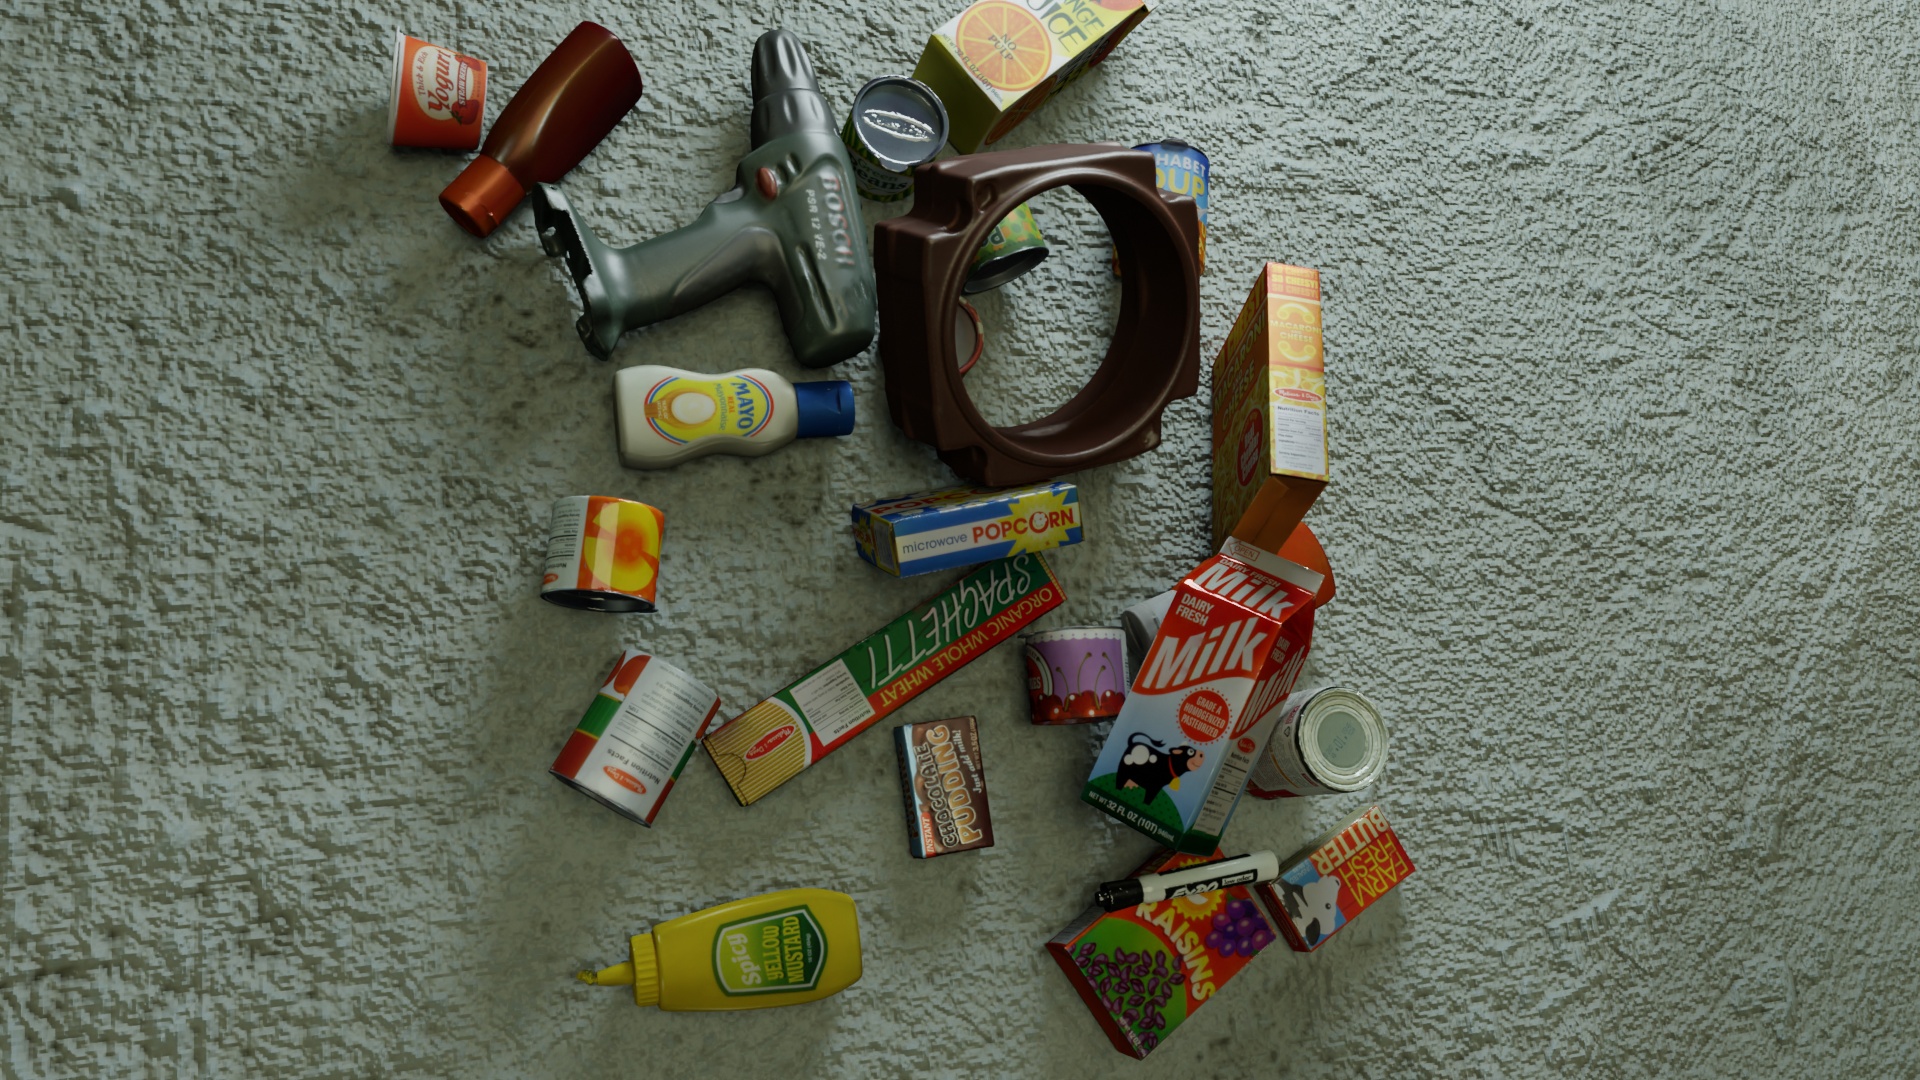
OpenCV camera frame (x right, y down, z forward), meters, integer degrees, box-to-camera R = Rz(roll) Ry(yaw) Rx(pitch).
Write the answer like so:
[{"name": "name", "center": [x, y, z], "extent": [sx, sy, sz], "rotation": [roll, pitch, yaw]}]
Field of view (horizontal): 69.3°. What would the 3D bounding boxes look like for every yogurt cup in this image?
[{"name": "yogurt cup", "center": [-0.324, -0.273, 0.858], "extent": [0.054, 0.072, 0.072], "rotation": [5, 76, -24]}]

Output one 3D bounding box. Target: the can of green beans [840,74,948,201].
[{"name": "can of green beans", "center": [-0.048, -0.272, 0.944], "extent": [0.071, 0.057, 0.071], "rotation": [4, 76, -16]}]

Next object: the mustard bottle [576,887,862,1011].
[{"name": "mustard bottle", "center": [-0.138, 0.242, 0.801], "extent": [0.160, 0.048, 0.065], "rotation": [-5, 78, -18]}]

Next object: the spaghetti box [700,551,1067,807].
[{"name": "spaghetti box", "center": [-0.044, 0.081, 0.879], "extent": [0.251, 0.028, 0.050], "rotation": [-31, 88, -21]}]

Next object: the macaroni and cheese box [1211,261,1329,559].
[{"name": "macaroni and cheese box", "center": [0.203, -0.080, 0.922], "extent": [0.040, 0.123, 0.167], "rotation": [9, 61, -4]}]

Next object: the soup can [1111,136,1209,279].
[{"name": "soup can", "center": [0.143, -0.231, 0.986], "extent": [0.071, 0.071, 0.084], "rotation": [8, 76, -15]}]

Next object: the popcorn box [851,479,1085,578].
[{"name": "popcorn box", "center": [0.003, -0.011, 0.882], "extent": [0.127, 0.085, 0.038], "rotation": [-11, 101, -19]}]

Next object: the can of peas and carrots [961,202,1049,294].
[{"name": "can of peas and carrots", "center": [0.018, -0.208, 0.943], "extent": [0.071, 0.070, 0.059], "rotation": [-22, 84, -20]}]

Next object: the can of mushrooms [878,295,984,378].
[{"name": "can of mushrooms", "center": [-0.018, -0.133, 0.934], "extent": [0.071, 0.033, 0.071], "rotation": [4, 76, -17]}]

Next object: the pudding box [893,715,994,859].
[{"name": "pudding box", "center": [-0.011, 0.154, 0.871], "extent": [0.050, 0.030, 0.084], "rotation": [-5, 79, -17]}]

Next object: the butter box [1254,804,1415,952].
[{"name": "butter box", "center": [0.254, 0.227, 0.938], "extent": [0.104, 0.024, 0.053], "rotation": [-29, 87, -21]}]

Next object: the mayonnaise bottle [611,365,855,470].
[{"name": "mayonnaise bottle", "center": [-0.142, -0.081, 0.879], "extent": [0.148, 0.041, 0.065], "rotation": [-5, 79, -17]}]

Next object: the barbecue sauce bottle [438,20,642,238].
[{"name": "barbecue sauce bottle", "center": [-0.263, -0.254, 0.872], "extent": [0.044, 0.064, 0.149], "rotation": [30, 72, 17]}]

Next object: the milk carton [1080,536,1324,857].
[{"name": "milk carton", "center": [0.157, 0.094, 0.869], "extent": [0.072, 0.073, 0.190], "rotation": [25, 87, 32]}]

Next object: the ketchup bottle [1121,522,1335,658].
[{"name": "ketchup bottle", "center": [0.182, 0.038, 0.950], "extent": [0.149, 0.043, 0.065], "rotation": [-20, 82, -20]}]

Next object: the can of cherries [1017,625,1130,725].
[{"name": "can of cherries", "center": [0.073, 0.088, 0.894], "extent": [0.071, 0.071, 0.058], "rotation": [0, 79, -17]}]

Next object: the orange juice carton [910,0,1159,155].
[{"name": "orange juice carton", "center": [0.059, -0.362, 0.990], "extent": [0.193, 0.073, 0.072], "rotation": [-42, 92, -21]}]

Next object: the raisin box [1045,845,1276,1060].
[{"name": "raisin box", "center": [0.129, 0.254, 0.886], "extent": [0.124, 0.040, 0.086], "rotation": [-34, 88, -22]}]

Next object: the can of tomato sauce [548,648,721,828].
[{"name": "can of tomato sauce", "center": [-0.189, 0.114, 0.808], "extent": [0.071, 0.071, 0.083], "rotation": [31, 70, -8]}]

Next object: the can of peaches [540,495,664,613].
[{"name": "can of peaches", "center": [-0.210, 0.009, 0.826], "extent": [0.071, 0.071, 0.058], "rotation": [7, 75, -15]}]
